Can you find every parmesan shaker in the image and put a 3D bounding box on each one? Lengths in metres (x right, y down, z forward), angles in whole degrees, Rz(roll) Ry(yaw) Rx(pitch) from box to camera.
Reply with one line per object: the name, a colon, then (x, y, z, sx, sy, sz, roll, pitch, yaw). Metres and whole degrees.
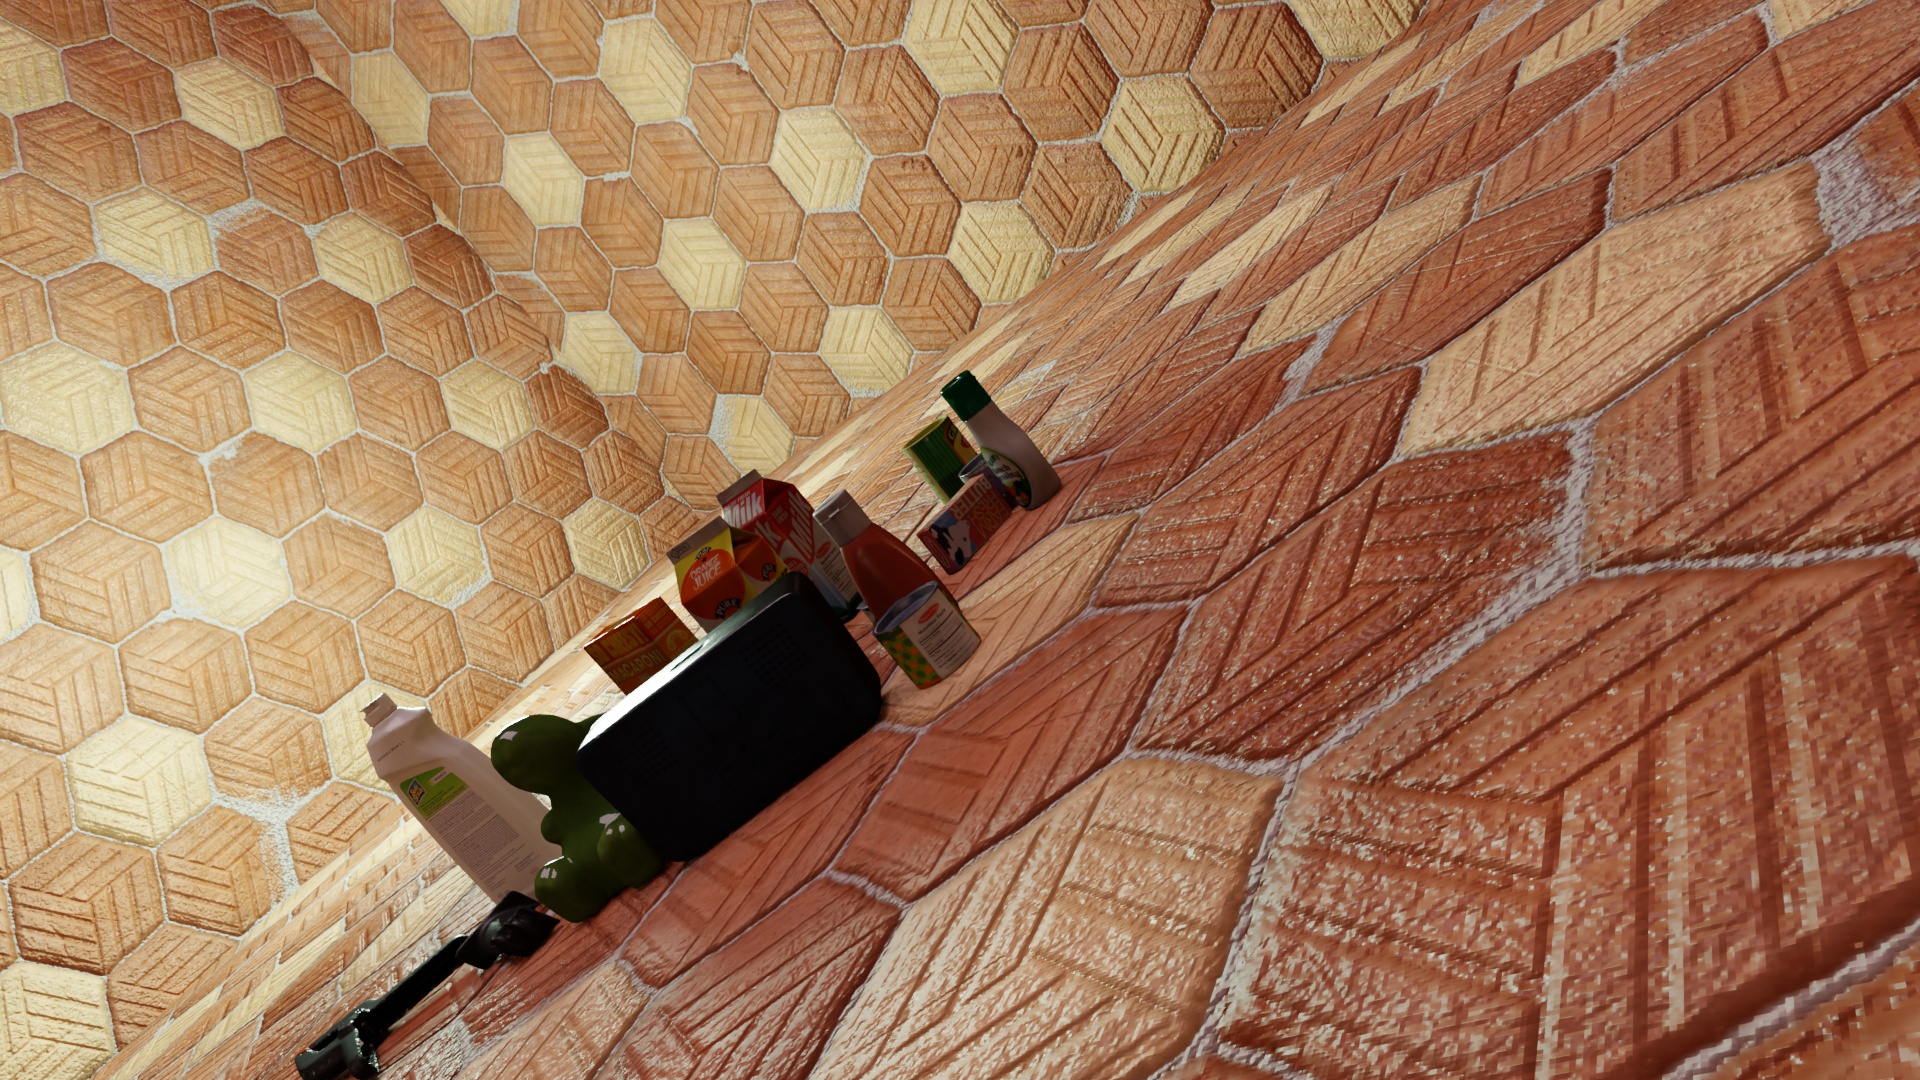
parmesan shaker: (-0.009, -0.082, 1.557, 0.071, 0.103, 0.071, -37, 11, 8)

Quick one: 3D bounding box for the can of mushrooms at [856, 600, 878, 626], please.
can of mushrooms: (-0.064, 0.058, 1.349, 0.071, 0.033, 0.071, -37, 11, 8)

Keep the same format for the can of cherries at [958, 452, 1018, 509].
can of cherries: (0.043, -0.067, 1.446, 0.071, 0.058, 0.071, -37, 11, 8)

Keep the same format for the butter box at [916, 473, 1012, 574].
butter box: (0.005, -0.017, 1.383, 0.024, 0.053, 0.104, -25, 17, 50)

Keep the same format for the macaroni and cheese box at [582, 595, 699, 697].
macaroni and cheese box: (-0.273, 0.140, 1.338, 0.123, 0.166, 0.040, -26, 16, 49)

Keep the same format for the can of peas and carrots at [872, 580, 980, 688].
can of peas and carrots: (-0.028, 0.075, 1.102, 0.071, 0.058, 0.071, -37, 11, 8)

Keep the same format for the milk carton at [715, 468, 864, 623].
milk carton: (-0.186, 0.010, 1.520, 0.072, 0.190, 0.074, -32, 13, 32)

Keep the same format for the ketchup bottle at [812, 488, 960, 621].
ketchup bottle: (-0.068, 0.023, 1.201, 0.064, 0.148, 0.043, -38, 11, 4)

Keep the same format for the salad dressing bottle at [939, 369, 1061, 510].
salad dressing bottle: (0.038, -0.099, 1.359, 0.044, 0.147, 0.064, -43, 12, -21)

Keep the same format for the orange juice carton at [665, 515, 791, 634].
orange juice carton: (-0.186, 0.068, 1.285, 0.071, 0.192, 0.073, -34, 12, 22)
